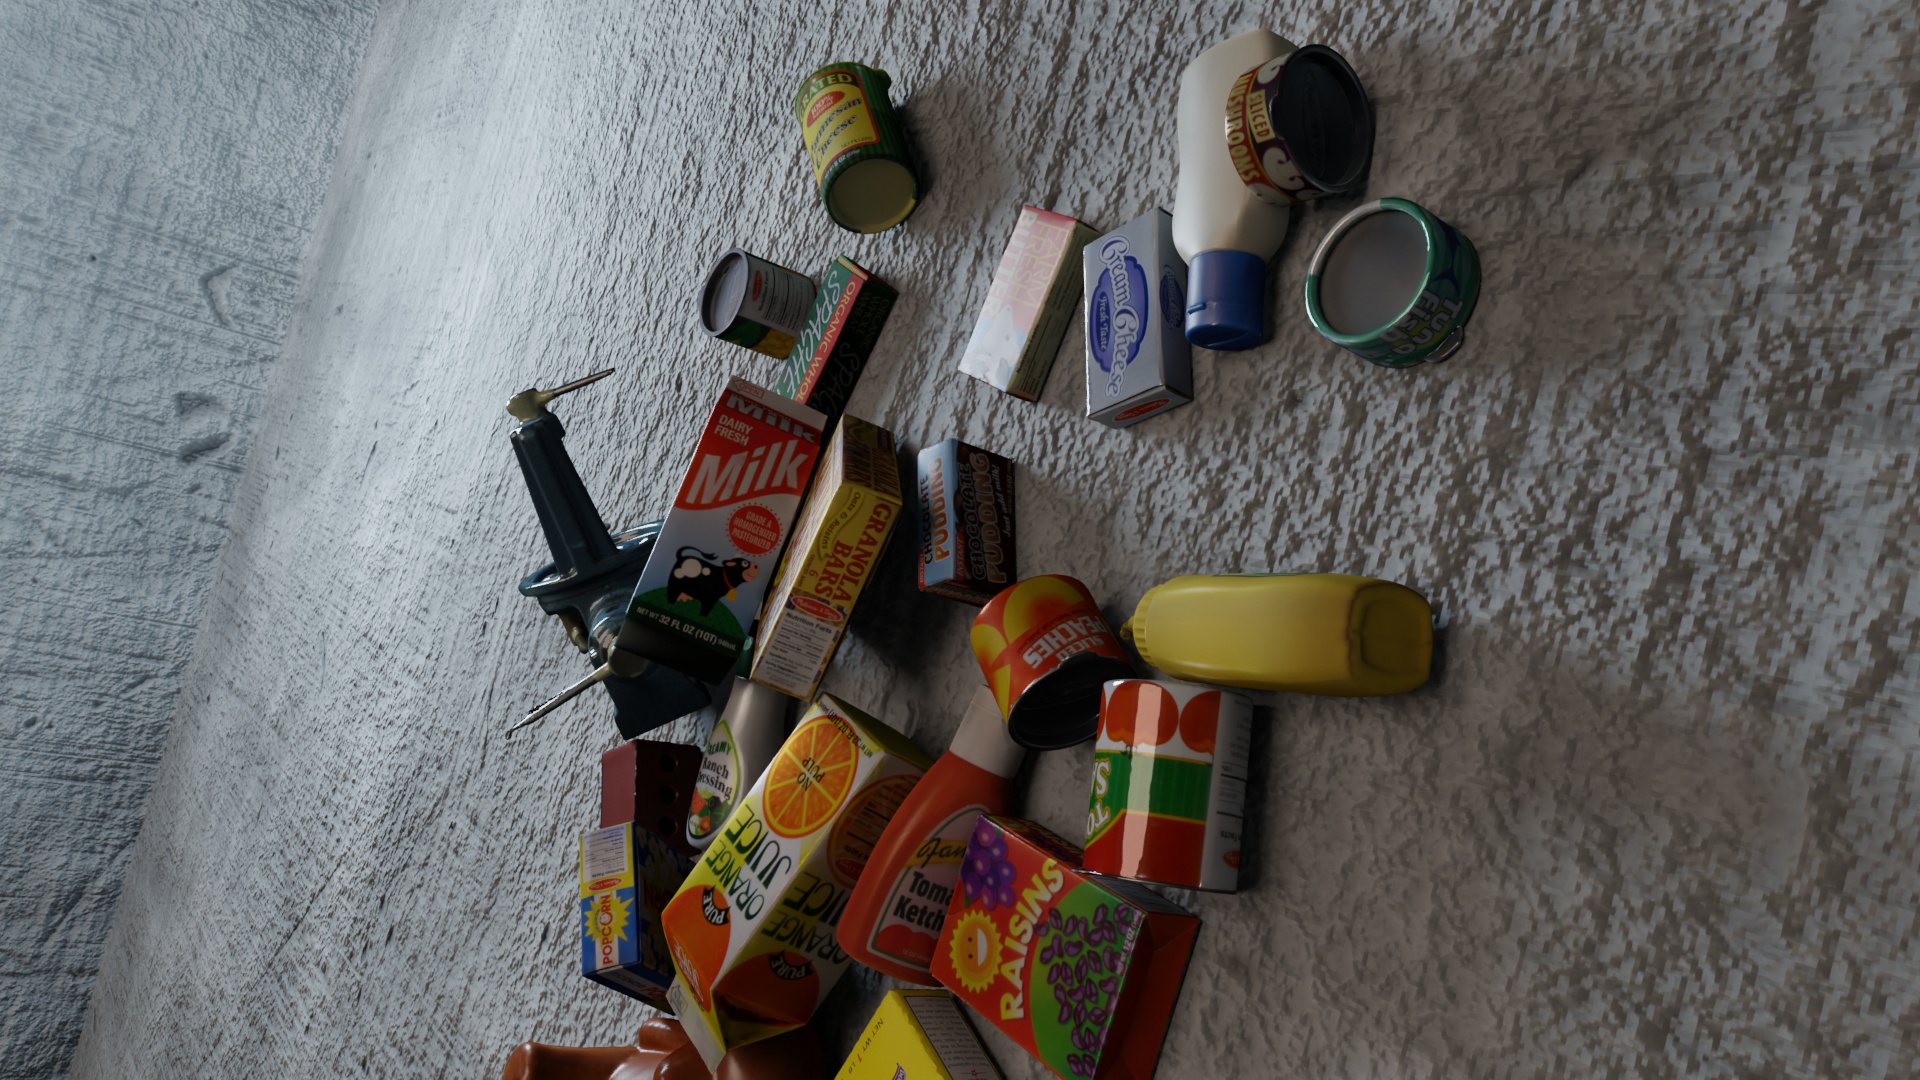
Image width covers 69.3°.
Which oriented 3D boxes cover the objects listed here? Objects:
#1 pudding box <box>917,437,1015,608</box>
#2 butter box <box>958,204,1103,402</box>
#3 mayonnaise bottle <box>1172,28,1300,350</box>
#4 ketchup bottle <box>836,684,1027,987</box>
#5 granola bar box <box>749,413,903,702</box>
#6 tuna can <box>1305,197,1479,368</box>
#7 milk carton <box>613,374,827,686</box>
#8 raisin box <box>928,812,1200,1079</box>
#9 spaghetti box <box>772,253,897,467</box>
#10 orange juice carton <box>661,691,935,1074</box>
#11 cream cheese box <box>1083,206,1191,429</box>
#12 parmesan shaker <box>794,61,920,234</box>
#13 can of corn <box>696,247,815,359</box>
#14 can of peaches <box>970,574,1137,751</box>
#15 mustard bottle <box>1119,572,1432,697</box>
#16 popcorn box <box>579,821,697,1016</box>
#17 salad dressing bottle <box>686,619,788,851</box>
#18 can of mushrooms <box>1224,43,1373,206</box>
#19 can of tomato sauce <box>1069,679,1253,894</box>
[{"bbox_3d":[0.003,-0.010,0.761,0.030,0.049,0.084,-22,60,44],"label":"pudding box"},{"bbox_3d":[0.039,-0.134,0.784,0.053,0.024,0.103,31,102,51],"label":"butter box"},{"bbox_3d":[0.131,-0.167,0.669,0.064,0.041,0.148,-11,69,55],"label":"mayonnaise bottle"},{"bbox_3d":[-0.005,0.147,0.706,0.149,0.064,0.043,-65,24,-3],"label":"ketchup bottle"},{"bbox_3d":[-0.076,0.004,0.807,0.166,0.039,0.124,-104,39,-72],"label":"granola bar box"},{"bbox_3d":[0.183,-0.107,0.588,0.071,0.033,0.071,-23,59,45],"label":"tuna can"},{"bbox_3d":[-0.145,-0.014,0.870,0.073,0.072,0.191,133,158,-62],"label":"milk carton"},{"bbox_3d":[0.044,0.189,0.644,0.123,0.040,0.086,19,93,53],"label":"raisin box"},{"bbox_3d":[-0.116,-0.072,0.949,0.050,0.029,0.249,43,111,49],"label":"spaghetti box"},{"bbox_3d":[-0.090,0.186,0.744,0.192,0.073,0.072,-54,39,-2],"label":"orange juice carton"},{"bbox_3d":[0.090,-0.114,0.713,0.053,0.024,0.104,-20,61,46],"label":"cream cheese box"},{"bbox_3d":[-0.068,-0.266,0.933,0.071,0.071,0.103,-45,46,32],"label":"parmesan shaker"},{"bbox_3d":[-0.148,-0.170,1.001,0.071,0.058,0.071,-22,61,46],"label":"can of corn"},{"bbox_3d":[0.044,0.057,0.669,0.071,0.071,0.058,-52,42,26],"label":"can of peaches"},{"bbox_3d":[0.119,0.038,0.589,0.160,0.065,0.049,-1,80,55],"label":"mustard bottle"},{"bbox_3d":[-0.186,0.232,0.846,0.038,0.126,0.085,-16,58,7],"label":"popcorn box"},{"bbox_3d":[-0.135,0.125,0.886,0.064,0.044,0.147,6,81,53],"label":"salad dressing bottle"},{"bbox_3d":[0.151,-0.186,0.626,0.033,0.071,0.071,-3,75,53],"label":"can of mushrooms"},{"bbox_3d":[0.087,0.105,0.597,0.071,0.071,0.083,-7,71,50],"label":"can of tomato sauce"}]
